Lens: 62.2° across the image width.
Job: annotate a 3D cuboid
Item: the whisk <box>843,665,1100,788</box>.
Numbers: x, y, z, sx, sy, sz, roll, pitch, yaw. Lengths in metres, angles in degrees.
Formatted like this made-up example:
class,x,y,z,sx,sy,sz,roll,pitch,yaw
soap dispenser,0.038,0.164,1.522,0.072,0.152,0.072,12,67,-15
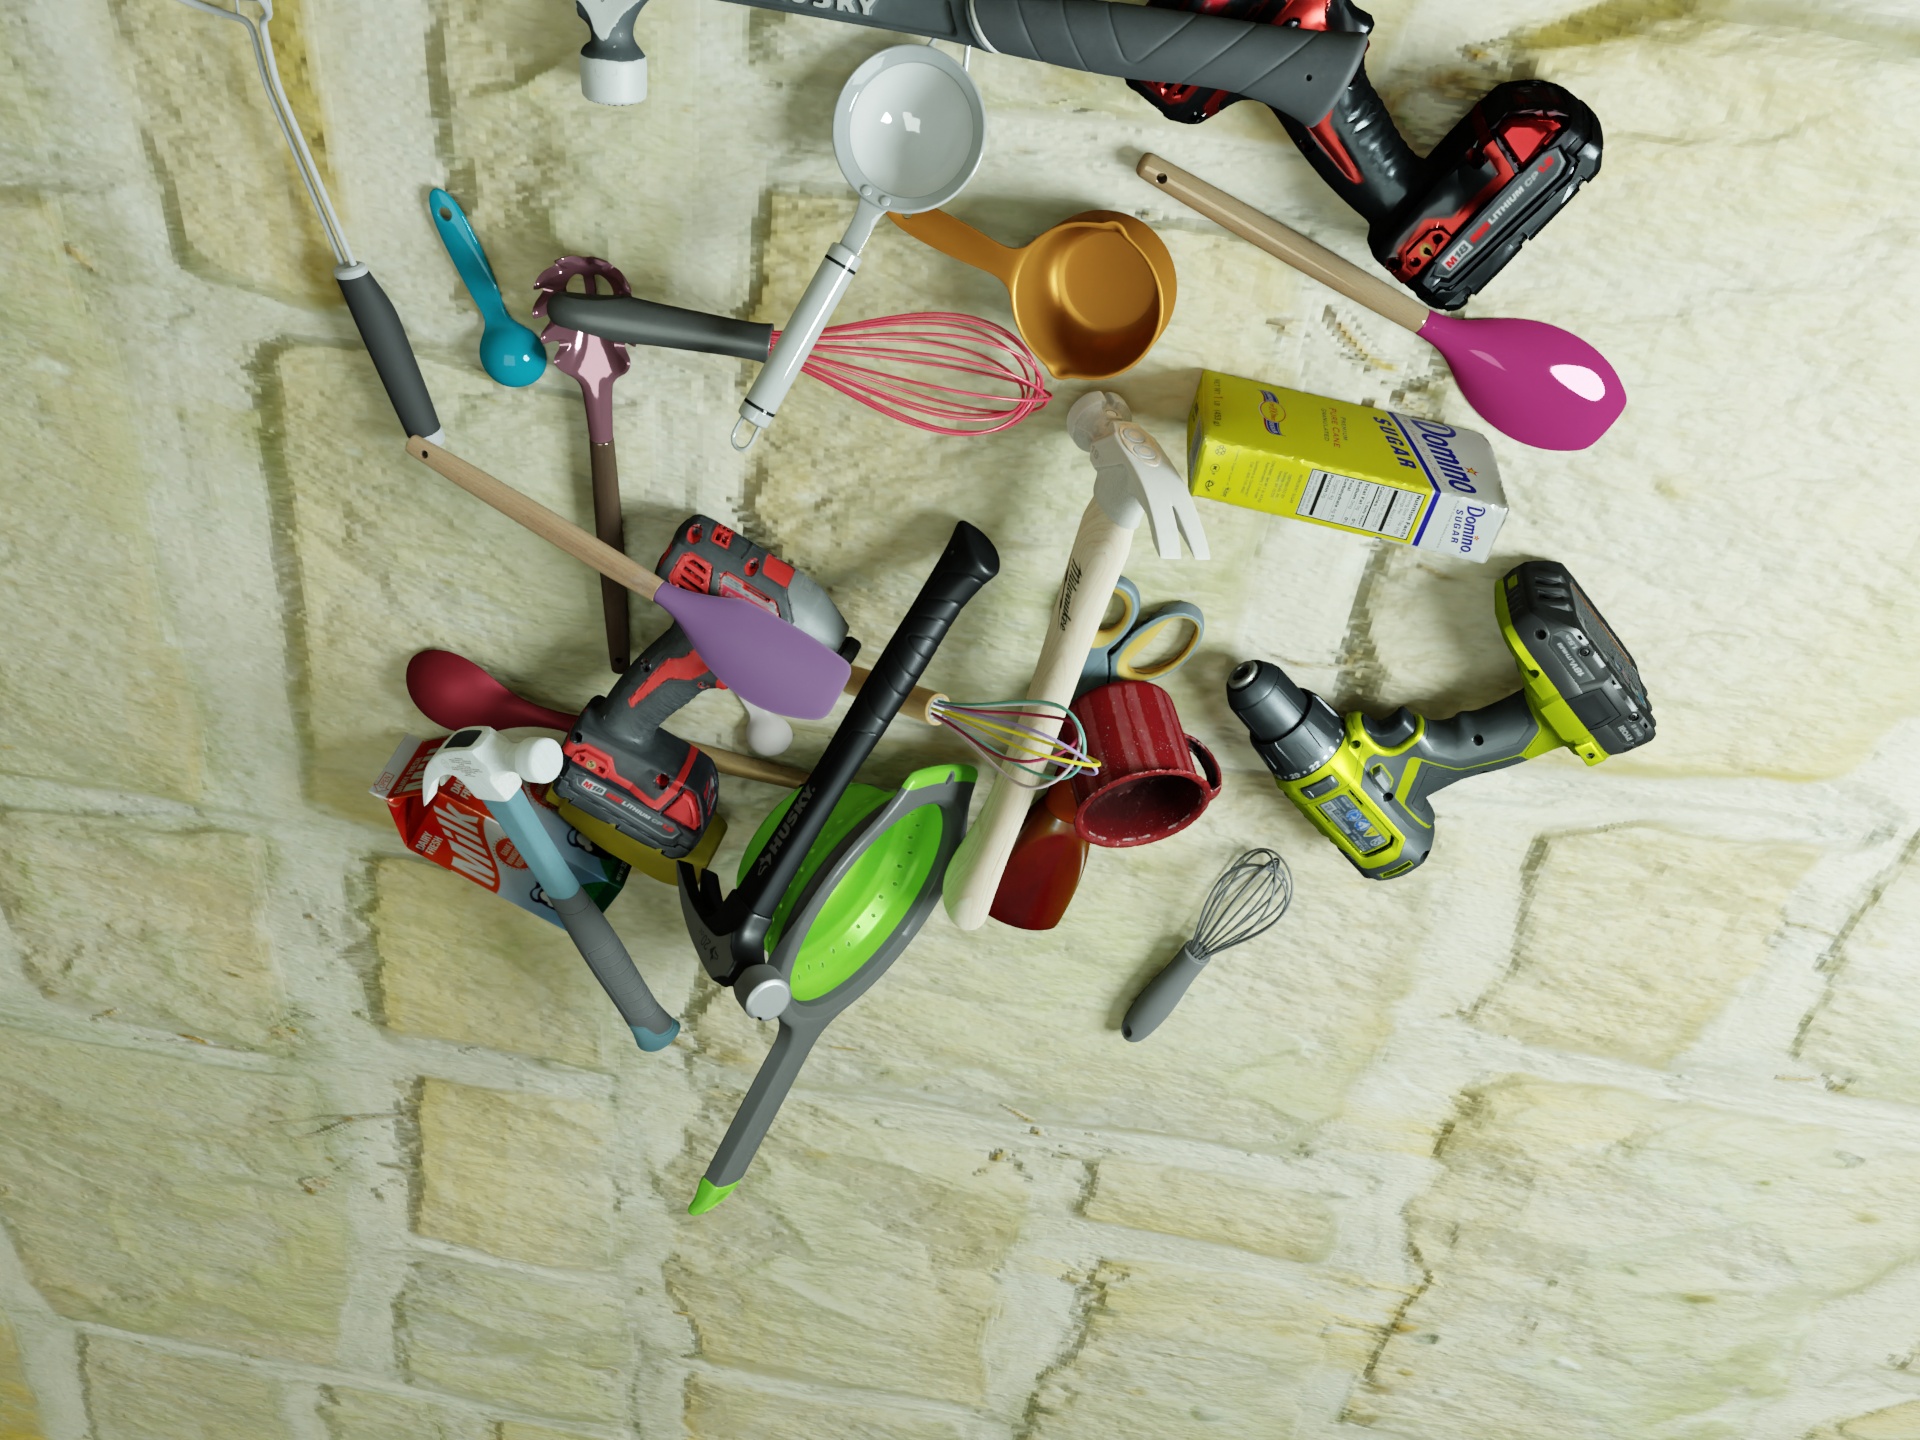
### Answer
class,x,y,z,sx,sy,sz,roll,pitch,yaw
whisk,-0.003,-0.004,1.017,0.245,0.047,0.051,19,128,48

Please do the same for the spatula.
class,x,y,z,sx,sy,sz,roll,pitch,yaw
spatula,-0.214,-0.093,1.008,0.316,0.018,0.059,31,106,0

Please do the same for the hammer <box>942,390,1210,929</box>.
class,x,y,z,sx,sy,sz,roll,pitch,yaw
hammer,0.057,0.000,1.034,0.038,0.146,0.410,-1,133,-22

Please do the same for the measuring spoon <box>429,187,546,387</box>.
class,x,y,z,sx,sy,sz,roll,pitch,yaw
measuring spoon,-0.292,-0.257,0.963,0.042,0.021,0.128,-9,126,15

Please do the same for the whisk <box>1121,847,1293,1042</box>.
class,x,y,z,sx,sy,sz,roll,pitch,yaw
whisk,0.182,0.179,1.208,0.055,0.055,0.238,23,131,-9

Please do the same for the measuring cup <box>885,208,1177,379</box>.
class,x,y,z,sx,sy,sz,roll,pitch,yaw
measuring cup,0.041,-0.260,0.897,0.173,0.052,0.095,29,126,9

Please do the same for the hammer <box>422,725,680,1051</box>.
class,x,y,z,sx,sy,sz,roll,pitch,yaw
hammer,-0.279,0.131,1.144,0.128,0.033,0.330,5,135,28

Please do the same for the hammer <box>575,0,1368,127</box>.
class,x,y,z,sx,sy,sz,roll,pitch,yaw
hammer,-0.005,-0.355,0.789,0.409,0.036,0.149,14,124,12

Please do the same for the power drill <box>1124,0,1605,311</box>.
class,x,y,z,sx,sy,sz,roll,pitch,yaw
power drill,0.215,-0.337,0.792,0.226,0.080,0.188,34,125,-13

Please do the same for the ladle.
class,x,y,z,sx,sy,sz,roll,pitch,yaw
ladle,-0.253,0.011,1.161,0.315,0.031,0.069,14,128,-4

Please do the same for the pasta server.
class,x,y,z,sx,sy,sz,roll,pitch,yaw
pasta server,-0.230,-0.154,1.023,0.060,0.040,0.316,1,129,-5

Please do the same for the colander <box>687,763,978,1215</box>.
class,x,y,z,sx,sy,sz,roll,pitch,yaw
colander,-0.130,0.180,1.159,0.094,0.204,0.397,34,104,22

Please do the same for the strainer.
class,x,y,z,sx,sy,sz,roll,pitch,yaw
strainer,-0.061,-0.261,0.871,0.087,0.050,0.258,33,101,7

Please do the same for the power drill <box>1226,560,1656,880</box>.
class,x,y,z,sx,sy,sz,roll,pitch,yaw
power drill,0.304,-0.005,1.030,0.228,0.080,0.190,-31,117,31

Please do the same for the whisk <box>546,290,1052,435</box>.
class,x,y,z,sx,sy,sz,roll,pitch,yaw
whisk,-0.091,-0.215,0.922,0.296,0.073,0.073,9,128,-5

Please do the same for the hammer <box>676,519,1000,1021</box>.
class,x,y,z,sx,sy,sz,roll,pitch,yaw
hammer,-0.077,0.019,1.031,0.035,0.146,0.335,26,99,-40

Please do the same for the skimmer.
class,x,y,z,sx,sy,sz,roll,pitch,yaw
skimmer,-0.397,-0.301,0.904,0.127,0.090,0.362,20,139,36

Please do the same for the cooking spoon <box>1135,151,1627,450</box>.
class,x,y,z,sx,sy,sz,roll,pitch,yaw
cooking spoon,0.239,-0.237,0.898,0.318,0.017,0.068,25,126,-11

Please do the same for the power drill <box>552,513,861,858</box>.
class,x,y,z,sx,sy,sz,roll,pitch,yaw
power drill,-0.173,-0.020,1.081,0.143,0.079,0.219,31,115,-12

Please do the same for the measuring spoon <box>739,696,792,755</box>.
class,x,y,z,sx,sy,sz,roll,pitch,yaw
measuring spoon,-0.155,-0.022,1.124,0.034,0.018,0.124,-12,123,18
